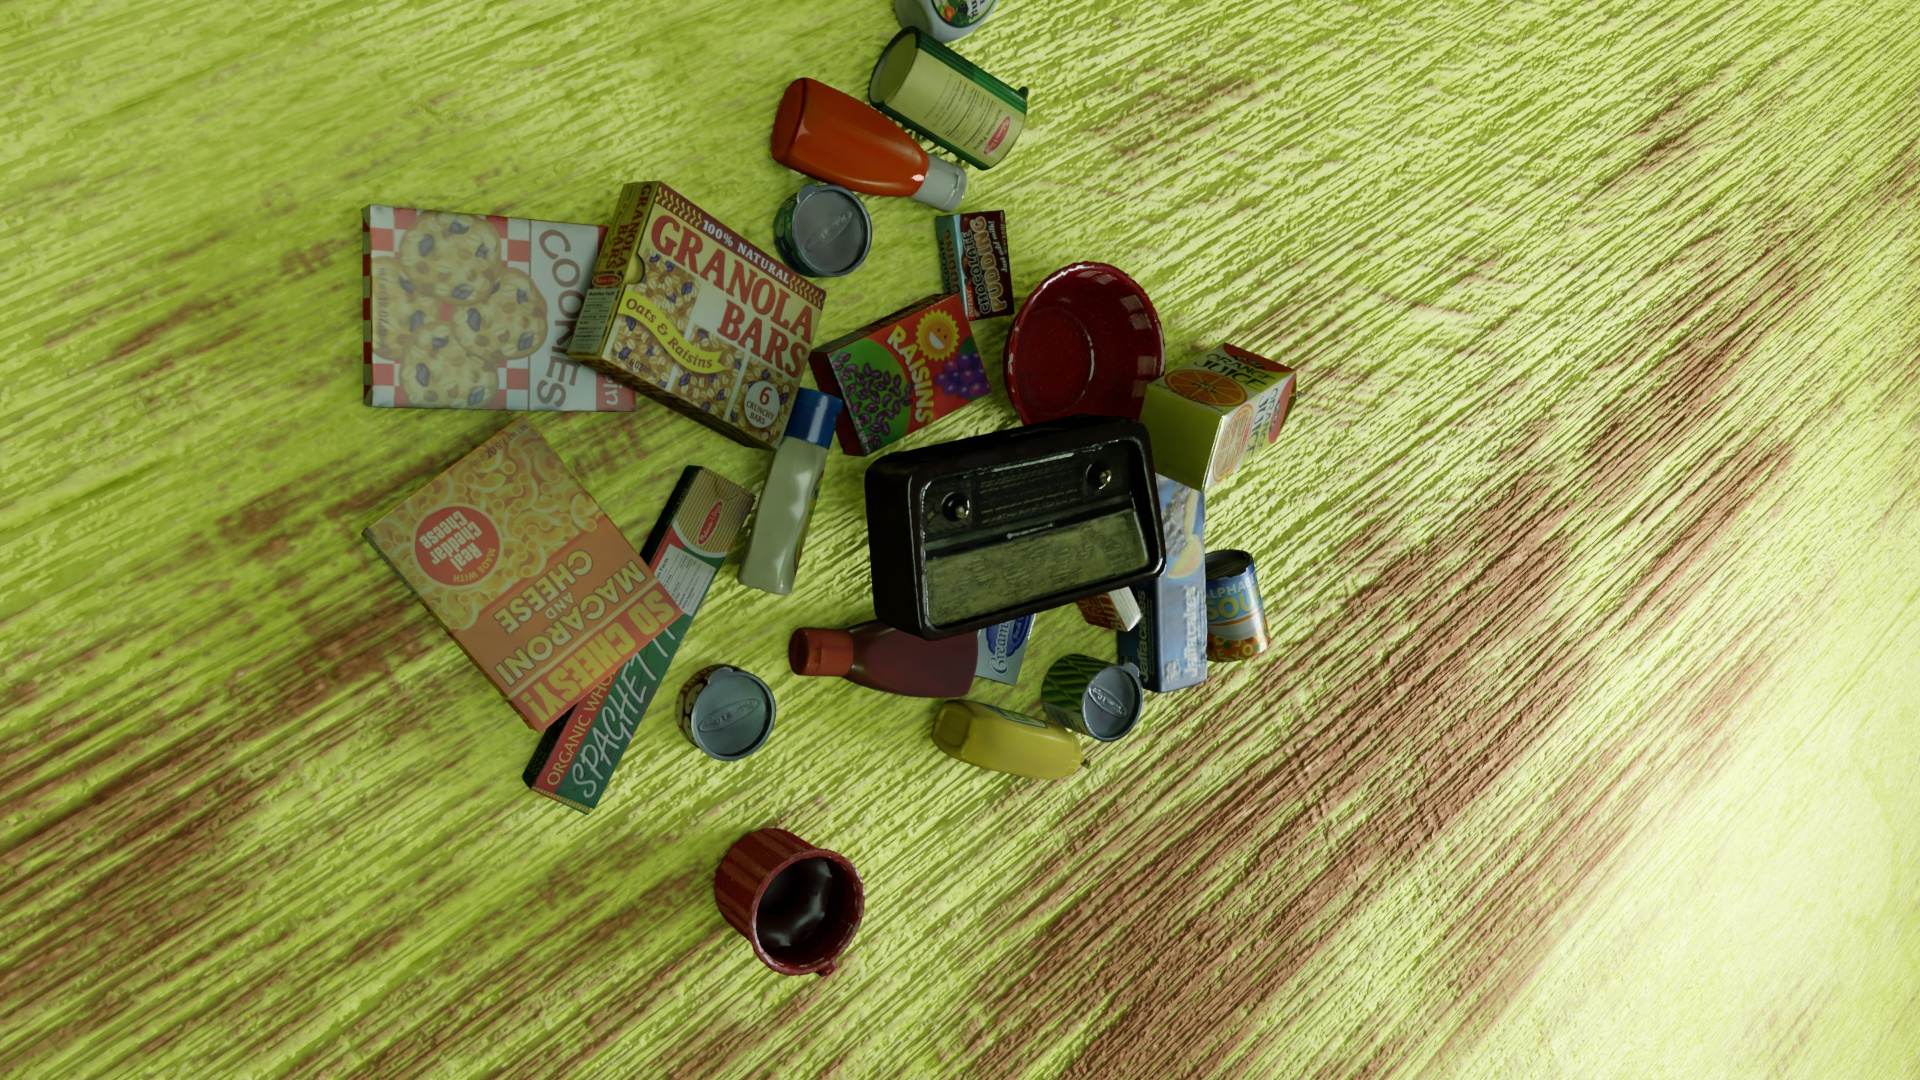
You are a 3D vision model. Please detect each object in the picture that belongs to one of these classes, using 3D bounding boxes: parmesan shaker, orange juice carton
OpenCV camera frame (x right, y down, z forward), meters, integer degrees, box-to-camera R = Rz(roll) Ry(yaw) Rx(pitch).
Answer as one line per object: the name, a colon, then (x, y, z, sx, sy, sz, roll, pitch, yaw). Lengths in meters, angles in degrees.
parmesan shaker: (-0.008, -0.333, 1.039, 0.103, 0.071, 0.071, 22, 84, -32)
orange juice carton: (0.226, -0.113, 1.184, 0.193, 0.072, 0.072, -31, 139, -49)

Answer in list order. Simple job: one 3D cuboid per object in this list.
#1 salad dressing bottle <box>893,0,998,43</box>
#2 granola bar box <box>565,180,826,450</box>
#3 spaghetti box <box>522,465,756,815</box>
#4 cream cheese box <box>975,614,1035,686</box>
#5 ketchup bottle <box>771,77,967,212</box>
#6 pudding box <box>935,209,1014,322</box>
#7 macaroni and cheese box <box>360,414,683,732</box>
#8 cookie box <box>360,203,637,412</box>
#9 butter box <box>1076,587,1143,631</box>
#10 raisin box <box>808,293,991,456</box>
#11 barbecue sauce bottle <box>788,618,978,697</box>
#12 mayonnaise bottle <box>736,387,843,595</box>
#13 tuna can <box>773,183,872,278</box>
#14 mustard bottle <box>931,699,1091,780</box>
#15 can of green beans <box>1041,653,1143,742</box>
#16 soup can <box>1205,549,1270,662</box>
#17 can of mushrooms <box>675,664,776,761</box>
salad dressing bottle: (0.016, -0.433, 1.057, 0.148, 0.044, 0.064, -41, 117, -22)
granola bar box: (-0.172, -0.148, 0.939, 0.165, 0.039, 0.124, 28, 73, -49)
spaghetti box: (-0.224, 0.067, 0.971, 0.050, 0.028, 0.250, 32, 78, -32)
cream cheese box: (0.033, 0.063, 1.141, 0.053, 0.024, 0.104, 18, 86, -32)
ketchup bottle: (-0.064, -0.284, 1.024, 0.149, 0.043, 0.065, 15, 83, -34)
pudding box: (0.011, -0.215, 1.089, 0.050, 0.030, 0.083, -13, 102, -31)
macaroni and cheese box: (-0.281, 0.021, 0.903, 0.124, 0.040, 0.166, -42, 104, -22)
cookie box: (-0.293, -0.145, 0.894, 0.168, 0.040, 0.122, -2, 97, -32)
butter box: (0.111, 0.029, 1.170, 0.024, 0.053, 0.103, -41, 116, -25)
raisin box: (-0.045, -0.127, 1.058, 0.124, 0.040, 0.086, -29, 110, -25)
barbecue sauce bottle: (-0.058, 0.088, 1.073, 0.149, 0.043, 0.065, 5, 93, -33)
mayonnaise bottle: (-0.122, -0.035, 1.003, 0.041, 0.065, 0.148, 16, 87, -2)
tuna can: (-0.102, -0.227, 1.012, 0.071, 0.033, 0.071, -5, 98, -33)
mustard bottle: (0.052, 0.168, 1.146, 0.160, 0.065, 0.049, 19, 91, -39)
can of green beans: (0.112, 0.133, 1.180, 0.071, 0.058, 0.071, -5, 99, -32)
soup can: (0.239, 0.059, 1.246, 0.071, 0.071, 0.083, -26, 110, -28)
can of mushrooms: (-0.171, 0.122, 1.010, 0.071, 0.033, 0.071, -5, 99, -32)
